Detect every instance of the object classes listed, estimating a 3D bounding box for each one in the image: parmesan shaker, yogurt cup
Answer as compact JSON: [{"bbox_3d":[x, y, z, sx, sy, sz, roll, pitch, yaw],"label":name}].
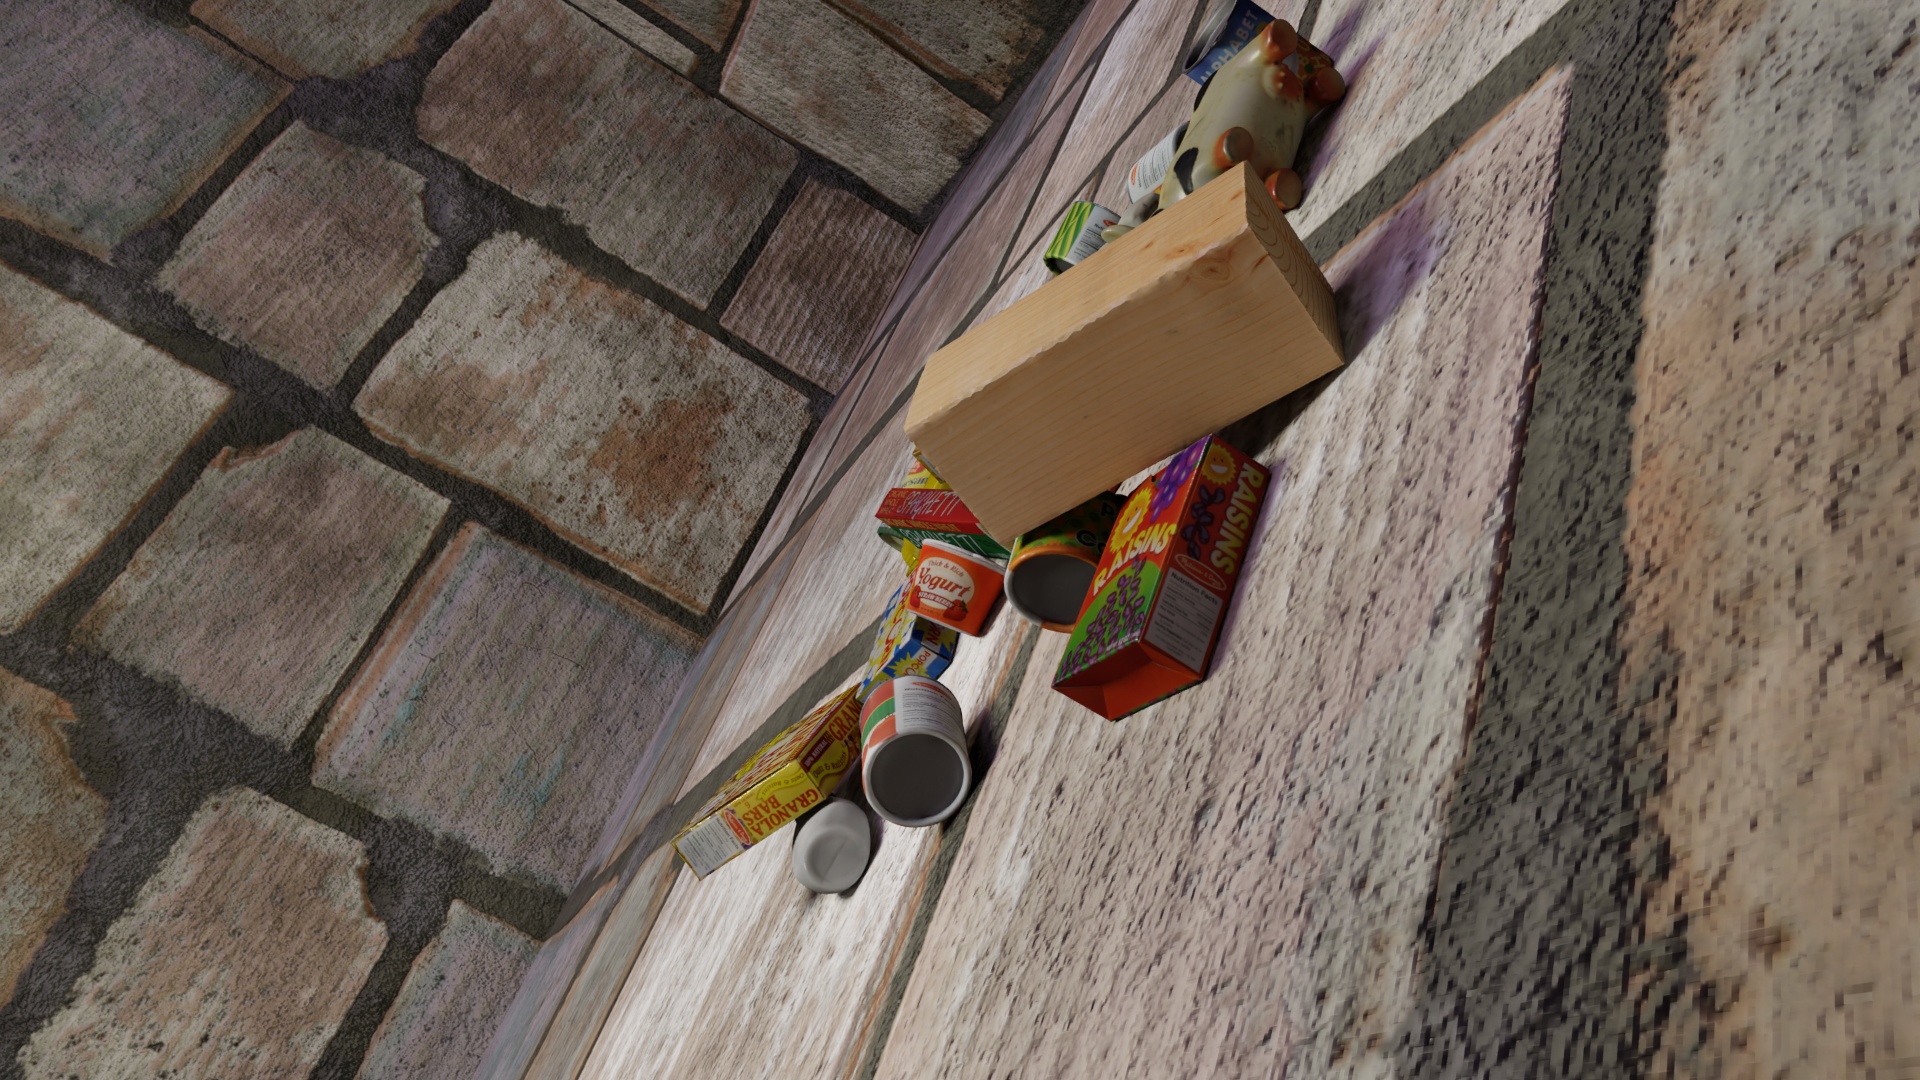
[{"bbox_3d":[-0.022,-0.036,1.242,0.103,0.071,0.071,-62,12,-13],"label":"parmesan shaker"},{"bbox_3d":[-0.004,0.035,1.000,0.072,0.072,0.054,178,114,-76],"label":"yogurt cup"}]

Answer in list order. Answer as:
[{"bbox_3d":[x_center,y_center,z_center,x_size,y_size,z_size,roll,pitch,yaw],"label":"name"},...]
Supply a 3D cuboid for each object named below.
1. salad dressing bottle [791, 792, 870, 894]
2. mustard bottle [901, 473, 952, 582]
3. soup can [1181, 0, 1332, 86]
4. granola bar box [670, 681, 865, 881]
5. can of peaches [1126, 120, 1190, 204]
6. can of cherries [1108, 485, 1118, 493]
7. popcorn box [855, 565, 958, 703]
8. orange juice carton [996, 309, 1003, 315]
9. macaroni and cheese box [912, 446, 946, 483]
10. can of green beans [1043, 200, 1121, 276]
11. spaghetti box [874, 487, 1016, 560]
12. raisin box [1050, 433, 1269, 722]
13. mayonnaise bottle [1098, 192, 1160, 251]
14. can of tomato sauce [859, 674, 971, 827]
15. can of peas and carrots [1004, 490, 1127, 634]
[{"bbox_3d":[-0.097,0.210,0.997,0.064,0.044,0.147,-62,10,-3],"label":"salad dressing bottle"},{"bbox_3d":[-0.011,-0.018,1.162,0.159,0.065,0.049,-55,16,30],"label":"mustard bottle"},{"bbox_3d":[0.210,-0.335,0.981,0.071,0.084,0.071,-56,12,18],"label":"soup can"},{"bbox_3d":[-0.131,0.176,1.047,0.124,0.039,0.166,-35,4,19],"label":"granola bar box"},{"bbox_3d":[0.168,-0.267,1.027,0.058,0.071,0.071,-31,30,58],"label":"can of peaches"},{"bbox_3d":[0.073,-0.058,0.907,0.071,0.071,0.058,-57,12,11],"label":"can of cherries"},{"bbox_3d":[-0.033,0.069,1.092,0.084,0.038,0.127,-49,15,36],"label":"popcorn box"},{"bbox_3d":[0.034,-0.148,1.271,0.072,0.073,0.192,-63,13,-18],"label":"orange juice carton"},{"bbox_3d":[0.052,-0.118,1.060,0.166,0.040,0.124,-16,41,40],"label":"macaroni and cheese box"},{"bbox_3d":[0.115,-0.258,1.227,0.058,0.071,0.071,-61,12,-5],"label":"can of green beans"},{"bbox_3d":[0.004,-0.013,1.012,0.029,0.050,0.250,-57,21,-11],"label":"spaghetti box"},{"bbox_3d":[0.097,0.018,0.677,0.085,0.040,0.124,-41,20,58],"label":"raisin box"},{"bbox_3d":[0.130,-0.205,1.051,0.041,0.065,0.147,-53,5,-21],"label":"mayonnaise bottle"},{"bbox_3d":[-0.029,0.130,0.855,0.071,0.071,0.083,-57,12,11],"label":"can of tomato sauce"},{"bbox_3d":[0.064,0.009,0.777,0.070,0.071,0.059,-48,16,42],"label":"can of peas and carrots"}]
